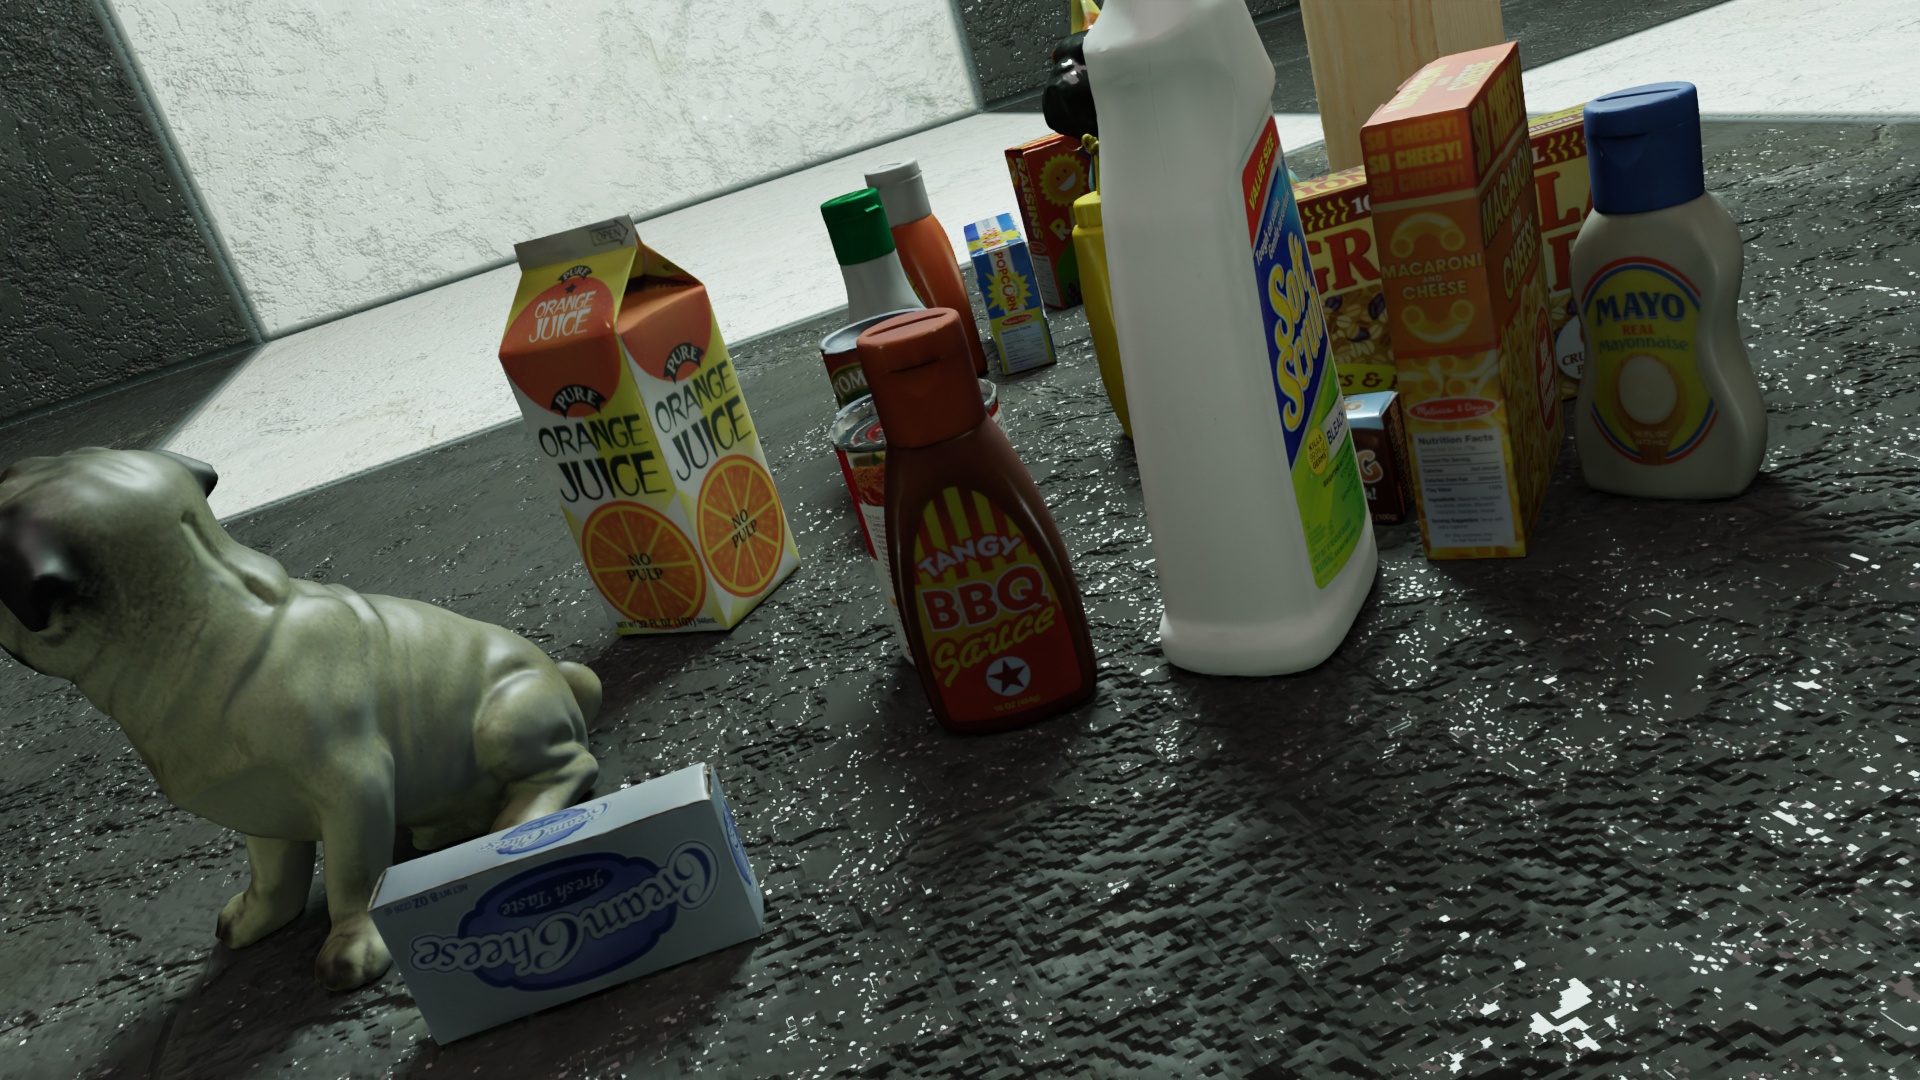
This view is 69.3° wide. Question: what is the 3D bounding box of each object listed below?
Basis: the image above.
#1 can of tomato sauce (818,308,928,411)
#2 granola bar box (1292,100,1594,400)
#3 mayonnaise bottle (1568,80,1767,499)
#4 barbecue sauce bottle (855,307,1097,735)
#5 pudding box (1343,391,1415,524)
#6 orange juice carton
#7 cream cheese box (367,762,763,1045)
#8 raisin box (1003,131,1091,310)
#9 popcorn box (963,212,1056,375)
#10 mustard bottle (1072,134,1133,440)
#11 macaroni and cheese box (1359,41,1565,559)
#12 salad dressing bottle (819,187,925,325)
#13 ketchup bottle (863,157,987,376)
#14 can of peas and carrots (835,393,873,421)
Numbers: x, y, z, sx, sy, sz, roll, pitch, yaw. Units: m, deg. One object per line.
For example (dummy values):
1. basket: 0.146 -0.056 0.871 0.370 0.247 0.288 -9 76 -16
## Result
1. can of tomato sauce: -0.038 -0.081 0.790 0.071 0.082 0.071 -14 21 6
2. granola bar box: 0.219 -0.113 0.626 0.165 0.123 0.039 -16 21 3
3. mayonnaise bottle: 0.254 -0.089 0.507 0.065 0.147 0.041 6 31 45
4. barbecue sauce bottle: 0.002 -0.006 0.488 0.065 0.148 0.044 -15 21 4
5. pudding box: 0.144 -0.033 0.585 0.083 0.049 0.030 -2 25 33
6. orange juice carton: -0.150 -0.055 0.658 0.072 0.192 0.073 -5 24 28
7. cream cheese box: -0.116 0.110 0.421 0.104 0.053 0.024 -18 21 -4
8. raisin box: 0.091 -0.247 1.047 0.086 0.123 0.040 -23 22 -15
9. popcorn box: 0.033 -0.173 0.960 0.038 0.085 0.127 -15 21 4
10. mustard bottle: 0.089 -0.130 0.711 0.049 0.159 0.065 -20 21 -8
11. macaroni and cheese box: 0.197 -0.094 0.536 0.040 0.165 0.124 -3 25 32
12. salad dressing bottle: -0.046 -0.139 0.850 0.064 0.147 0.044 -32 26 -35
13. ketchup bottle: -0.026 -0.179 0.931 0.044 0.148 0.065 -27 23 -25
14. can of peas and carrots: -0.025 -0.047 0.729 0.071 0.058 0.071 -14 21 6
